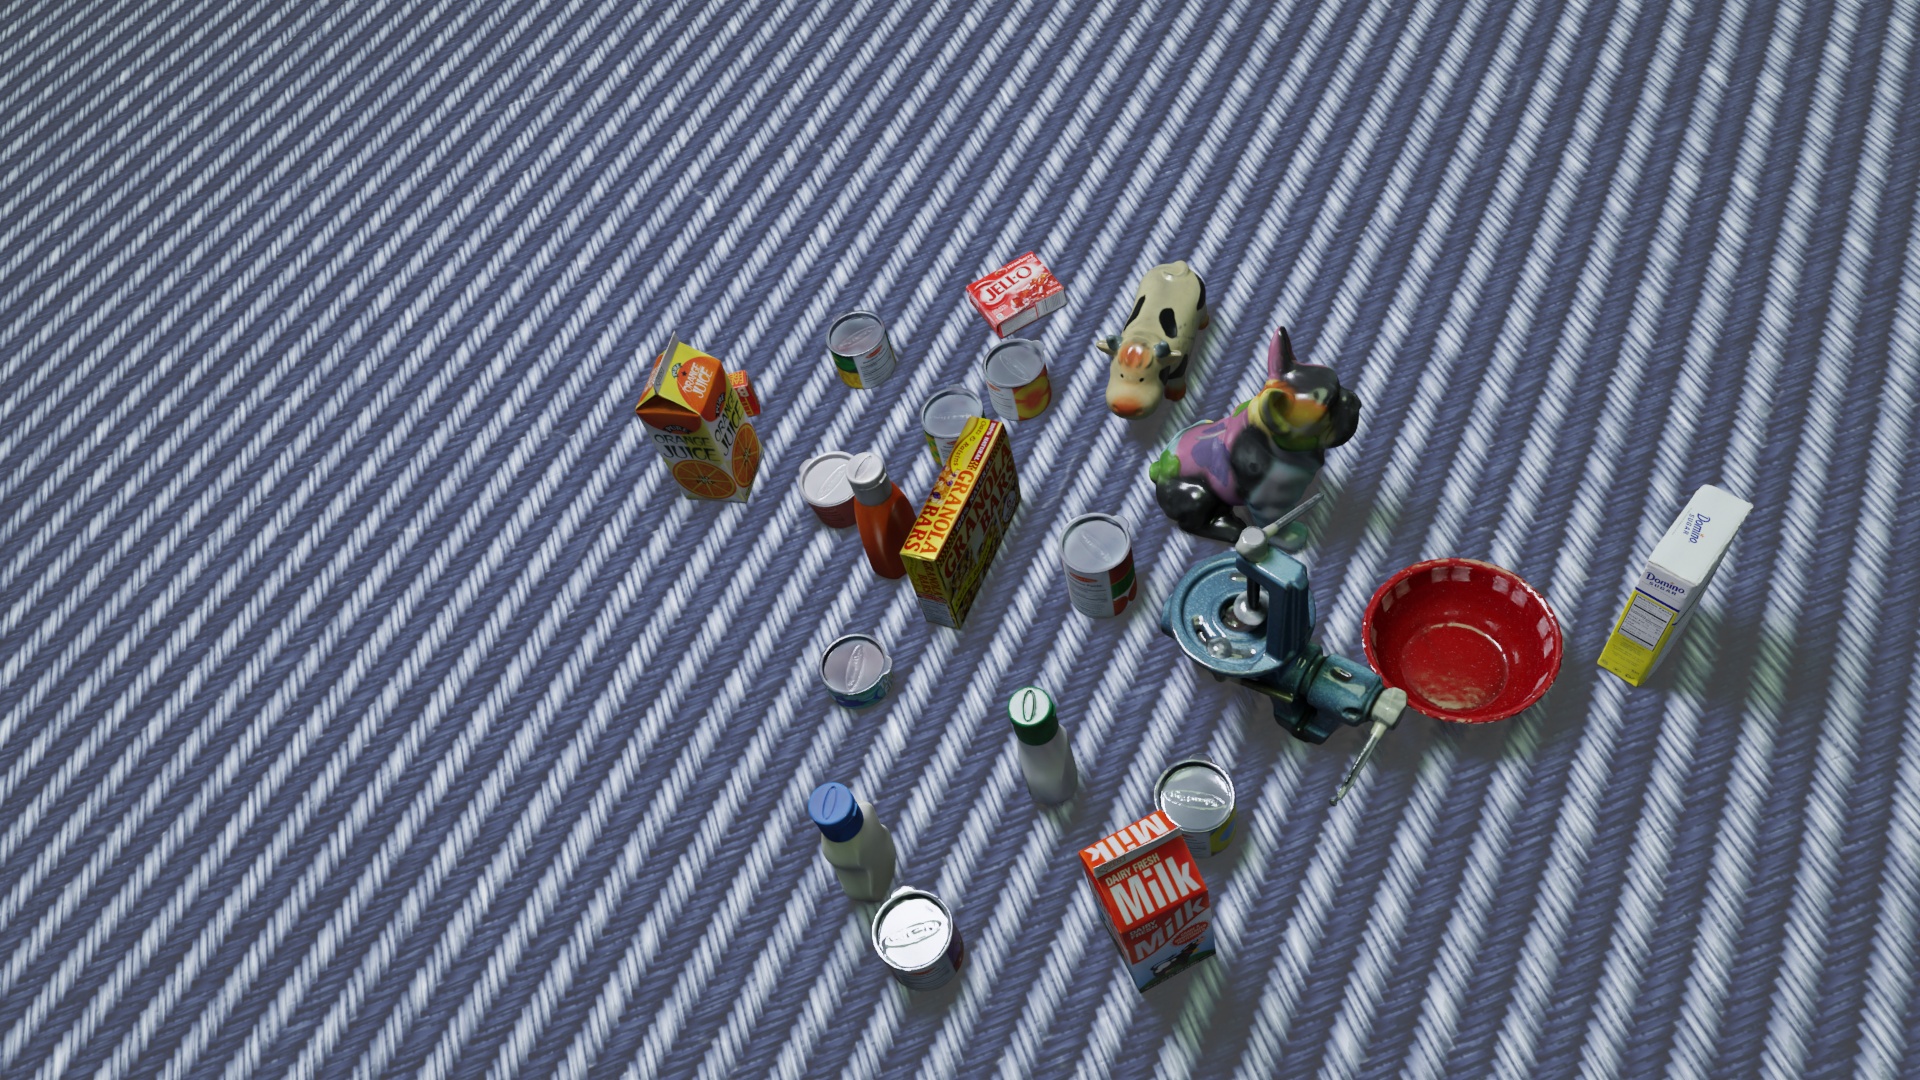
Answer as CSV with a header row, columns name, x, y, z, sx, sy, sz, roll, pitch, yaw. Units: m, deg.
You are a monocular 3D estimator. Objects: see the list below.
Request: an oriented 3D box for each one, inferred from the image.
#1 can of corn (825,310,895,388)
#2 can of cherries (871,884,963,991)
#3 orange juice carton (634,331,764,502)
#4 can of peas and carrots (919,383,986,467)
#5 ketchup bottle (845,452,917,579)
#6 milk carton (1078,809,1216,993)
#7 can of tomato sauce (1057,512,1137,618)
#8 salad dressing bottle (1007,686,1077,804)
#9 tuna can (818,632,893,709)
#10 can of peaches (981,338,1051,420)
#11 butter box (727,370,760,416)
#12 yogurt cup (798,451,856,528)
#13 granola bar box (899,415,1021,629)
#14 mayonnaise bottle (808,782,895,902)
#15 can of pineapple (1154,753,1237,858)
name,x,y,z,sx,sy,sz,roll,pitch,yaw
can of corn,-0.110,-0.210,1.523,0.071,0.058,0.071,-6,55,8
can of cherries,-0.034,0.324,1.133,0.071,0.058,0.072,-6,55,8
orange juice carton,-0.269,-0.123,1.414,0.073,0.191,0.072,4,57,15
can of peas and carrots,-0.004,-0.117,1.434,0.071,0.058,0.071,-6,55,8
ketchup bottle,-0.074,-0.026,1.331,0.043,0.148,0.065,18,61,23
milk carton,0.142,0.269,1.052,0.072,0.189,0.074,-26,54,-6
can of tomato sauce,0.130,0.023,1.293,0.071,0.082,0.071,-6,55,8
salad dressing bottle,0.068,0.171,1.162,0.044,0.147,0.064,-2,56,11
tuna can,-0.095,0.123,1.303,0.071,0.032,0.071,-6,55,8
can of peaches,0.062,-0.169,1.457,0.071,0.057,0.071,-6,55,8
butter box,-0.276,-0.152,1.521,0.103,0.053,0.024,-12,54,4
yogurt cup,-0.126,-0.049,1.416,0.072,0.053,0.073,-6,55,8
granola bar box,0.005,-0.017,1.322,0.039,0.123,0.166,14,60,21
mayonnaise bottle,-0.089,0.245,1.145,0.041,0.147,0.065,3,57,14
can of pineapple,0.197,0.222,1.155,0.071,0.057,0.071,-6,55,8
